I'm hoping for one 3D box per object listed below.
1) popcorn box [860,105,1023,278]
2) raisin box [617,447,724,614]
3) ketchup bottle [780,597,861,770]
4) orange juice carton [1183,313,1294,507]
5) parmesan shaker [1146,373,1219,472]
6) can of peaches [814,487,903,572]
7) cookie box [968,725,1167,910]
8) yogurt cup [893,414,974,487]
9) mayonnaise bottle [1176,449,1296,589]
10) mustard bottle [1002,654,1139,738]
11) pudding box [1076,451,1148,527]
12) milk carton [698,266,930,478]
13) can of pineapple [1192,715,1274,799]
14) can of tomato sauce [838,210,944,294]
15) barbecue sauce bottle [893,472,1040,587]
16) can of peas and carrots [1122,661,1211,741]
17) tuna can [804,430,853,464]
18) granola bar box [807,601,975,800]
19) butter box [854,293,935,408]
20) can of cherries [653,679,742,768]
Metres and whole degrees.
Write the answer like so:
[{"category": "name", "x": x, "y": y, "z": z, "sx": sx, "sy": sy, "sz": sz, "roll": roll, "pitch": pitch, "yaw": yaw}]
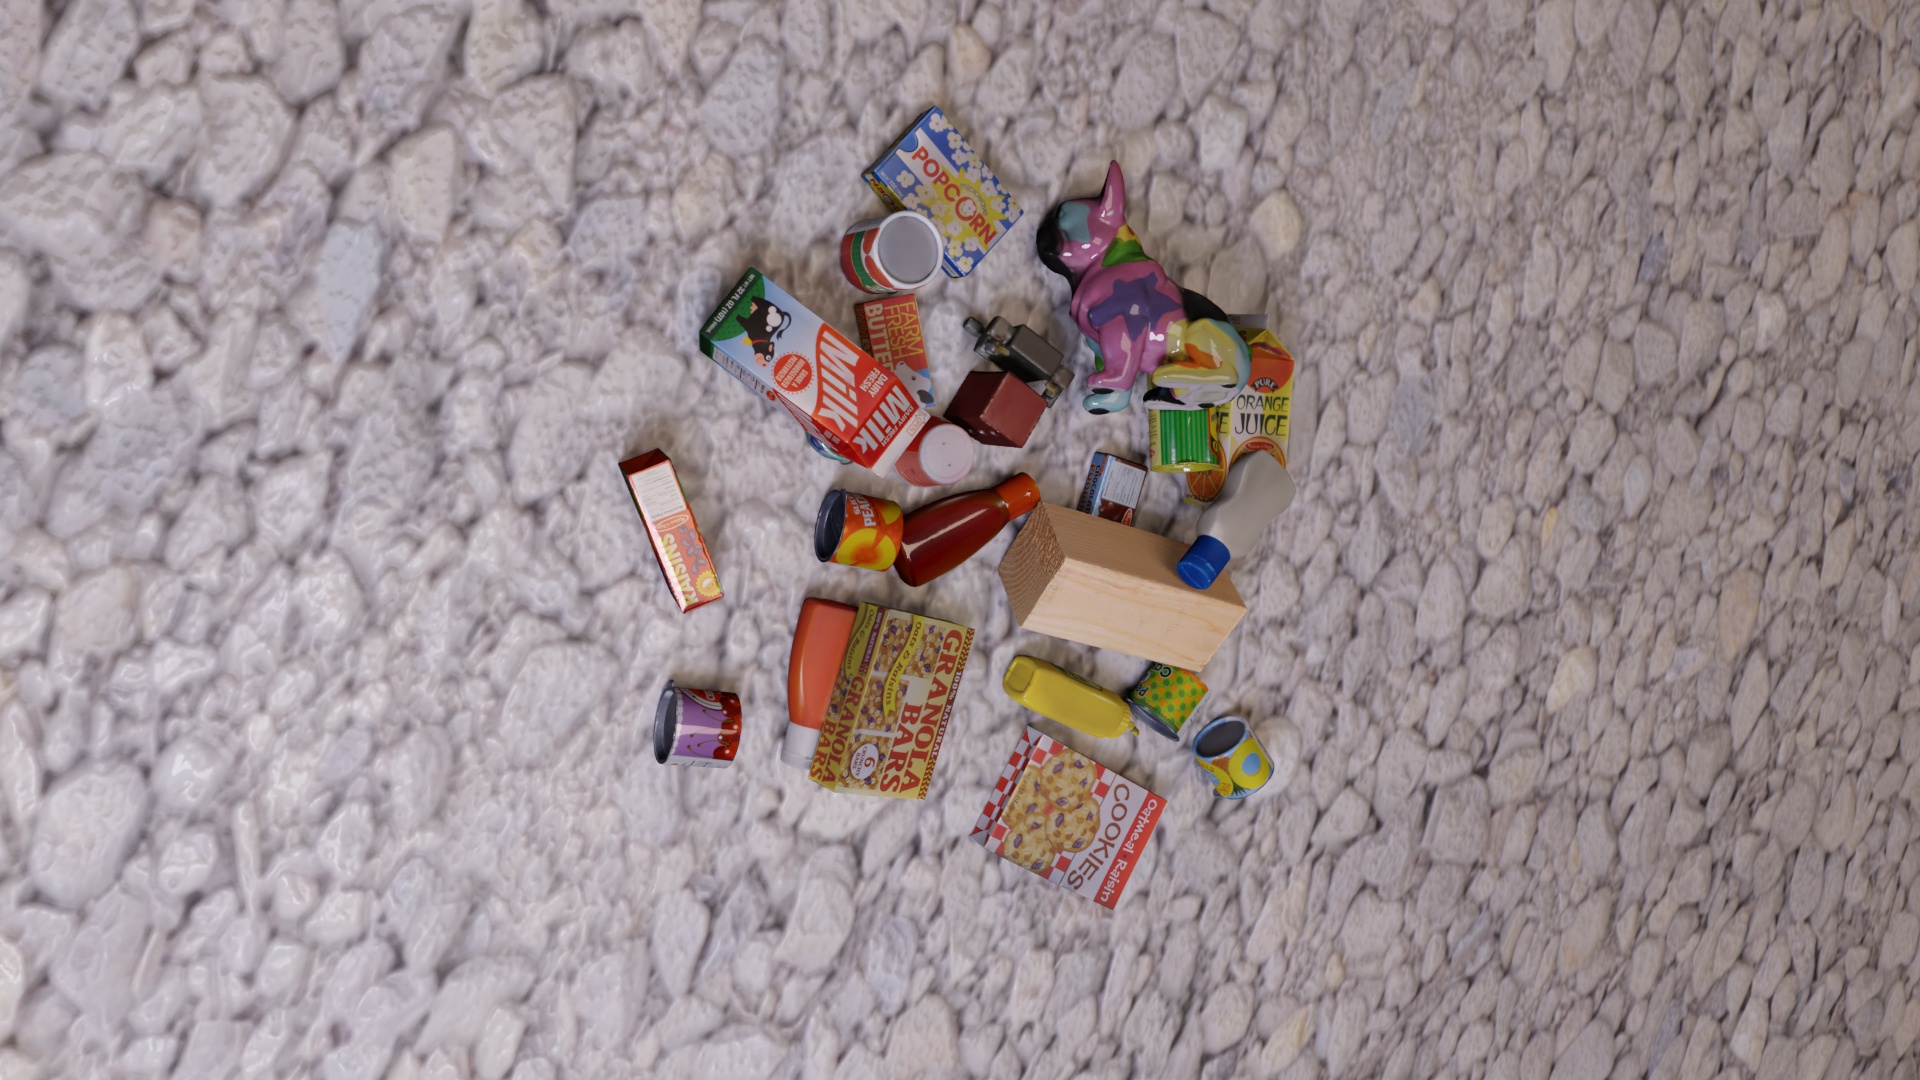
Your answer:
[{"category": "popcorn box", "x": -0.015, "y": -0.308, "z": 1.237, "sx": 0.085, "sy": 0.038, "sz": 0.126, "roll": -49, "pitch": 113, "yaw": -11}, {"category": "raisin box", "x": -0.238, "y": -0.009, "z": 1.141, "sx": 0.040, "sy": 0.086, "sz": 0.123, "roll": -22, "pitch": 105, "yaw": -15}, {"category": "ketchup bottle", "x": -0.125, "y": 0.128, "z": 1.235, "sx": 0.065, "sy": 0.043, "sz": 0.148, "roll": 13, "pitch": 91, "yaw": -32}, {"category": "orange juice carton", "x": 0.277, "y": -0.128, "z": 1.377, "sx": 0.073, "sy": 0.072, "sz": 0.192, "roll": 0, "pitch": 97, "yaw": -25}, {"category": "parmesan shaker", "x": 0.215, "y": -0.120, "z": 1.339, "sx": 0.071, "sy": 0.071, "sz": 0.103, "roll": 1, "pitch": 85, "yaw": -25}, {"category": "can of peaches", "x": -0.089, "y": -0.010, "z": 1.221, "sx": 0.058, "sy": 0.071, "sz": 0.071, "roll": 12, "pitch": 91, "yaw": -27}, {"category": "cookie box", "x": 0.108, "y": 0.274, "z": 1.365, "sx": 0.167, "sy": 0.040, "sz": 0.123, "roll": 31, "pitch": 83, "yaw": -24}, {"category": "yogurt cup", "x": -0.023, "y": -0.079, "z": 1.252, "sx": 0.072, "sy": 0.054, "sz": 0.072, "roll": -3, "pitch": 98, "yaw": -24}, {"category": "mayonnaise bottle", "x": 0.255, "y": -0.017, "z": 1.300, "sx": 0.064, "sy": 0.041, "sz": 0.149, "roll": 48, "pitch": 63, "yaw": -13}, {"category": "mustard bottle", "x": 0.116, "y": 0.158, "z": 1.344, "sx": 0.160, "sy": 0.065, "sz": 0.049, "roll": 26, "pitch": 91, "yaw": -31}, {"category": "pudding box", "x": 0.144, "y": -0.040, "z": 1.349, "sx": 0.050, "sy": 0.030, "sz": 0.083, "roll": 17, "pitch": 89, "yaw": -27}, {"category": "milk carton", "x": -0.120, "y": -0.136, "z": 1.159, "sx": 0.190, "sy": 0.073, "sz": 0.072, "roll": 38, "pitch": 80, "yaw": -6}, {"category": "can of pineapple", "x": 0.278, "y": 0.223, "z": 1.424, "sx": 0.071, "sy": 0.071, "sz": 0.057, "roll": -40, "pitch": 111, "yaw": -15}, {"category": "can of tomato sauce", "x": -0.059, "y": -0.246, "z": 1.198, "sx": 0.071, "sy": 0.083, "sz": 0.071, "roll": -3, "pitch": 98, "yaw": -25}, {"category": "barbecue sauce bottle", "x": 0.005, "y": -0.016, "z": 1.279, "sx": 0.149, "sy": 0.044, "sz": 0.064, "roll": -28, "pitch": 113, "yaw": -20}, {"category": "can of peas and carrots", "x": 0.205, "y": 0.156, "z": 1.382, "sx": 0.071, "sy": 0.071, "sz": 0.059, "roll": 43, "pitch": 78, "yaw": -23}, {"category": "tuna can", "x": -0.101, "y": -0.100, "z": 1.224, "sx": 0.071, "sy": 0.033, "sz": 0.071, "roll": -3, "pitch": 97, "yaw": -25}, {"category": "granola bar box", "x": -0.060, "y": 0.145, "z": 1.247, "sx": 0.124, "sy": 0.039, "sz": 0.165, "roll": 18, "pitch": 89, "yaw": -49}, {"category": "butter box", "x": -0.058, "y": -0.166, "z": 1.242, "sx": 0.053, "sy": 0.024, "sz": 0.103, "roll": -16, "pitch": 103, "yaw": -23}, {"category": "can of cherries", "x": -0.223, "y": 0.156, "z": 1.180, "sx": 0.058, "sy": 0.071, "sz": 0.071, "roll": 9, "pitch": 93, "yaw": -26}]
